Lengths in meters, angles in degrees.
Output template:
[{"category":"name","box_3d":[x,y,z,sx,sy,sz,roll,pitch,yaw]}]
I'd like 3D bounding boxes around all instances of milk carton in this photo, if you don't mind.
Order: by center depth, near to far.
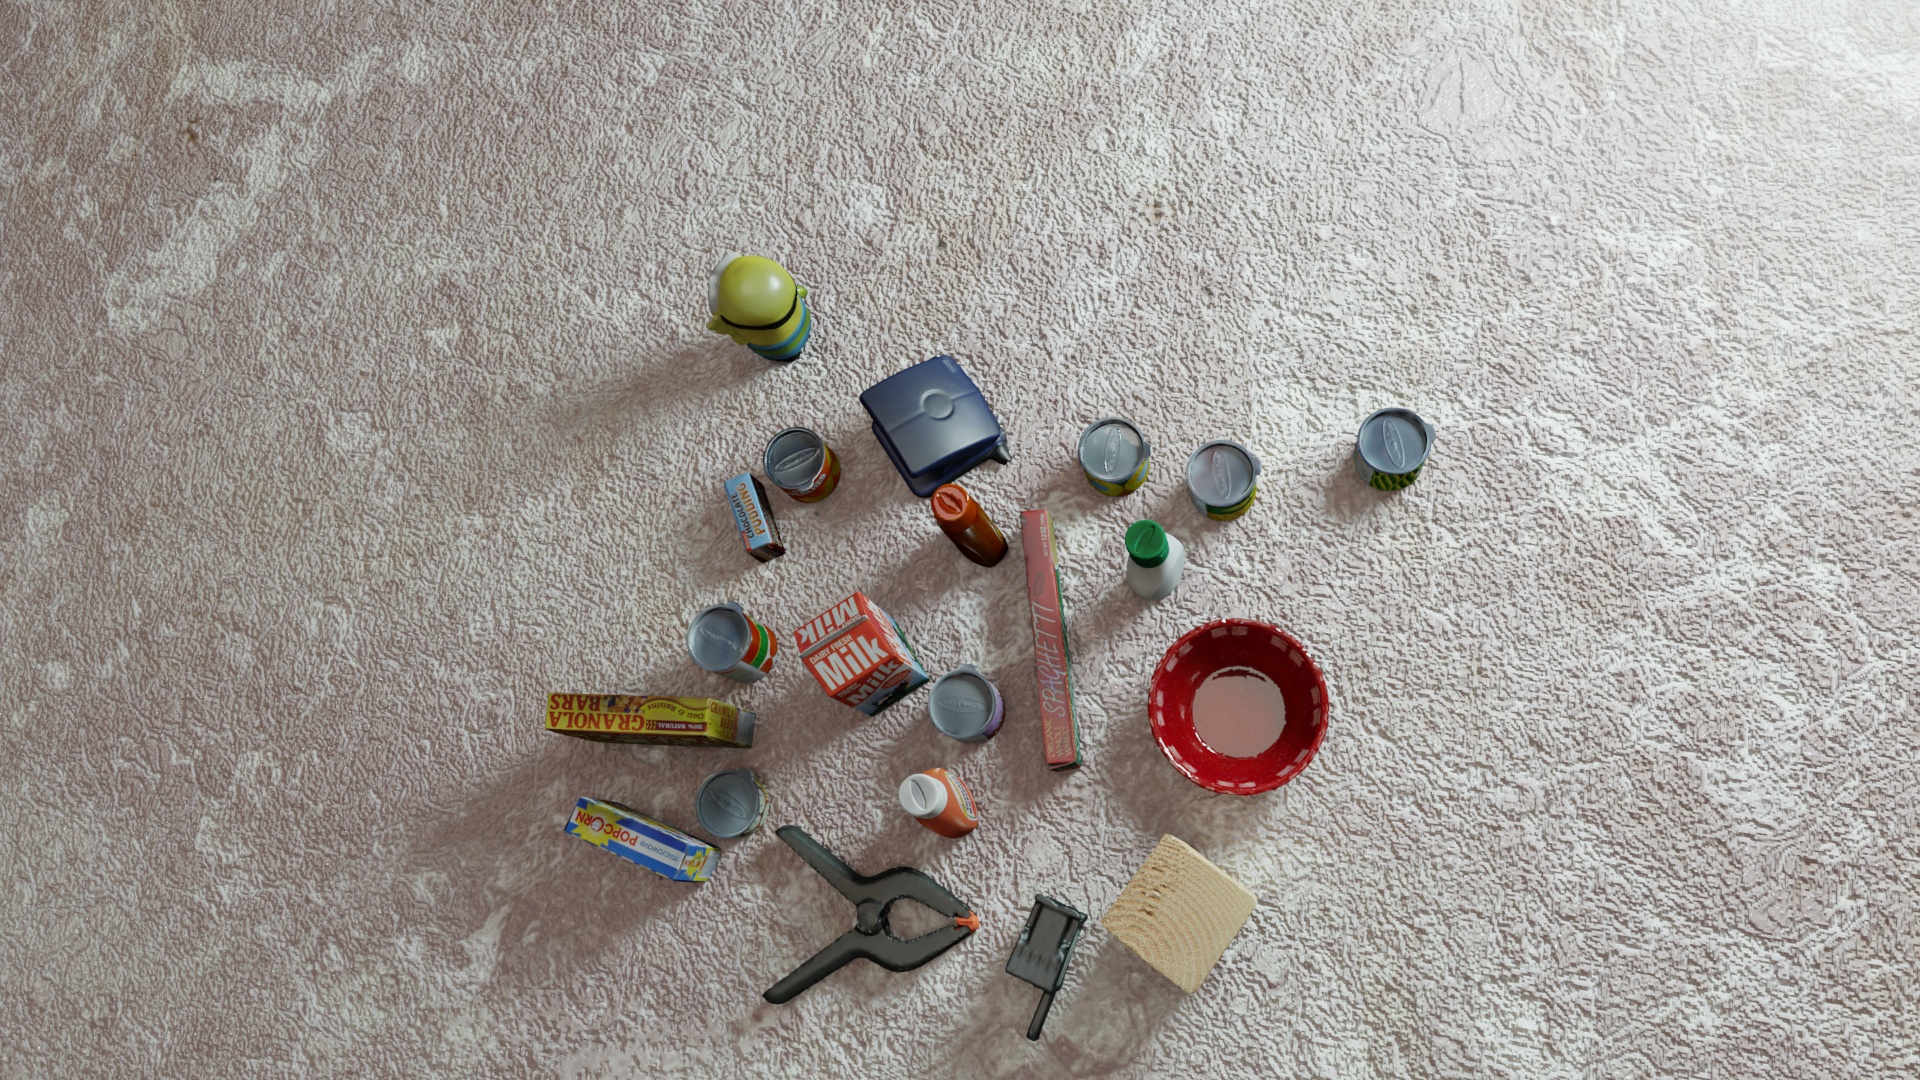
[{"category":"milk carton","box_3d":[-0.094,0.105,1.293,0.072,0.190,0.073,-33,72,3]}]

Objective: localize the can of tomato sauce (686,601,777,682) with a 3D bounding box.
[{"category":"can of tomato sauce","box_3d":[-0.225,0.101,1.379,0.071,0.083,0.071,-3,75,11]}]

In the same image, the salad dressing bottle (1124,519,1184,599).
[{"category":"salad dressing bottle","box_3d":[0.177,0.016,1.282,0.044,0.147,0.064,32,85,18]}]

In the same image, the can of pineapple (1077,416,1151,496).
[{"category":"can of pineapple","box_3d":[0.152,-0.080,1.360,0.071,0.057,0.071,-3,75,11]}]

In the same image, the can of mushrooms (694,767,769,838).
[{"category":"can of mushrooms","box_3d":[-0.222,0.257,1.363,0.071,0.033,0.071,-3,75,11]}]

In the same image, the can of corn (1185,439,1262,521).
[{"category":"can of corn","box_3d":[0.253,-0.057,1.332,0.071,0.058,0.071,-3,75,11]}]

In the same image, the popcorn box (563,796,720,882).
[{"category":"popcorn box","box_3d":[-0.306,0.290,1.345,0.127,0.085,0.038,19,81,16]}]

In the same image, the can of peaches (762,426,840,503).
[{"category":"can of peaches","box_3d":[-0.161,-0.075,1.425,0.071,0.058,0.071,-3,75,11]}]

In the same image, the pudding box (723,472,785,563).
[{"category":"pudding box","box_3d":[-0.212,-0.024,1.426,0.030,0.049,0.084,-23,72,6]}]

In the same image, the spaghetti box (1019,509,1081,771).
[{"category":"spaghetti box","box_3d":[0.086,0.095,1.332,0.029,0.050,0.250,-8,74,10]}]

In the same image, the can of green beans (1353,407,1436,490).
[{"category":"can of green beans","box_3d":[0.405,-0.085,1.307,0.071,0.057,0.071,-3,75,11]}]

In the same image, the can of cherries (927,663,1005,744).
[{"category":"can of cherries","box_3d":[0.008,0.157,1.327,0.071,0.058,0.071,-3,75,11]}]

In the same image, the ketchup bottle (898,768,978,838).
[{"category":"ketchup bottle","box_3d":[-0.022,0.237,1.265,0.043,0.148,0.065,-28,72,4]}]

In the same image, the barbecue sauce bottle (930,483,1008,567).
[{"category":"barbecue sauce bottle","box_3d":[0.005,-0.017,1.326,0.065,0.148,0.043,42,88,18]}]

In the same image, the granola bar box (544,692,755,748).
[{"category":"granola bar box","box_3d":[-0.300,0.177,1.353,0.165,0.124,0.039,0,76,12]}]
